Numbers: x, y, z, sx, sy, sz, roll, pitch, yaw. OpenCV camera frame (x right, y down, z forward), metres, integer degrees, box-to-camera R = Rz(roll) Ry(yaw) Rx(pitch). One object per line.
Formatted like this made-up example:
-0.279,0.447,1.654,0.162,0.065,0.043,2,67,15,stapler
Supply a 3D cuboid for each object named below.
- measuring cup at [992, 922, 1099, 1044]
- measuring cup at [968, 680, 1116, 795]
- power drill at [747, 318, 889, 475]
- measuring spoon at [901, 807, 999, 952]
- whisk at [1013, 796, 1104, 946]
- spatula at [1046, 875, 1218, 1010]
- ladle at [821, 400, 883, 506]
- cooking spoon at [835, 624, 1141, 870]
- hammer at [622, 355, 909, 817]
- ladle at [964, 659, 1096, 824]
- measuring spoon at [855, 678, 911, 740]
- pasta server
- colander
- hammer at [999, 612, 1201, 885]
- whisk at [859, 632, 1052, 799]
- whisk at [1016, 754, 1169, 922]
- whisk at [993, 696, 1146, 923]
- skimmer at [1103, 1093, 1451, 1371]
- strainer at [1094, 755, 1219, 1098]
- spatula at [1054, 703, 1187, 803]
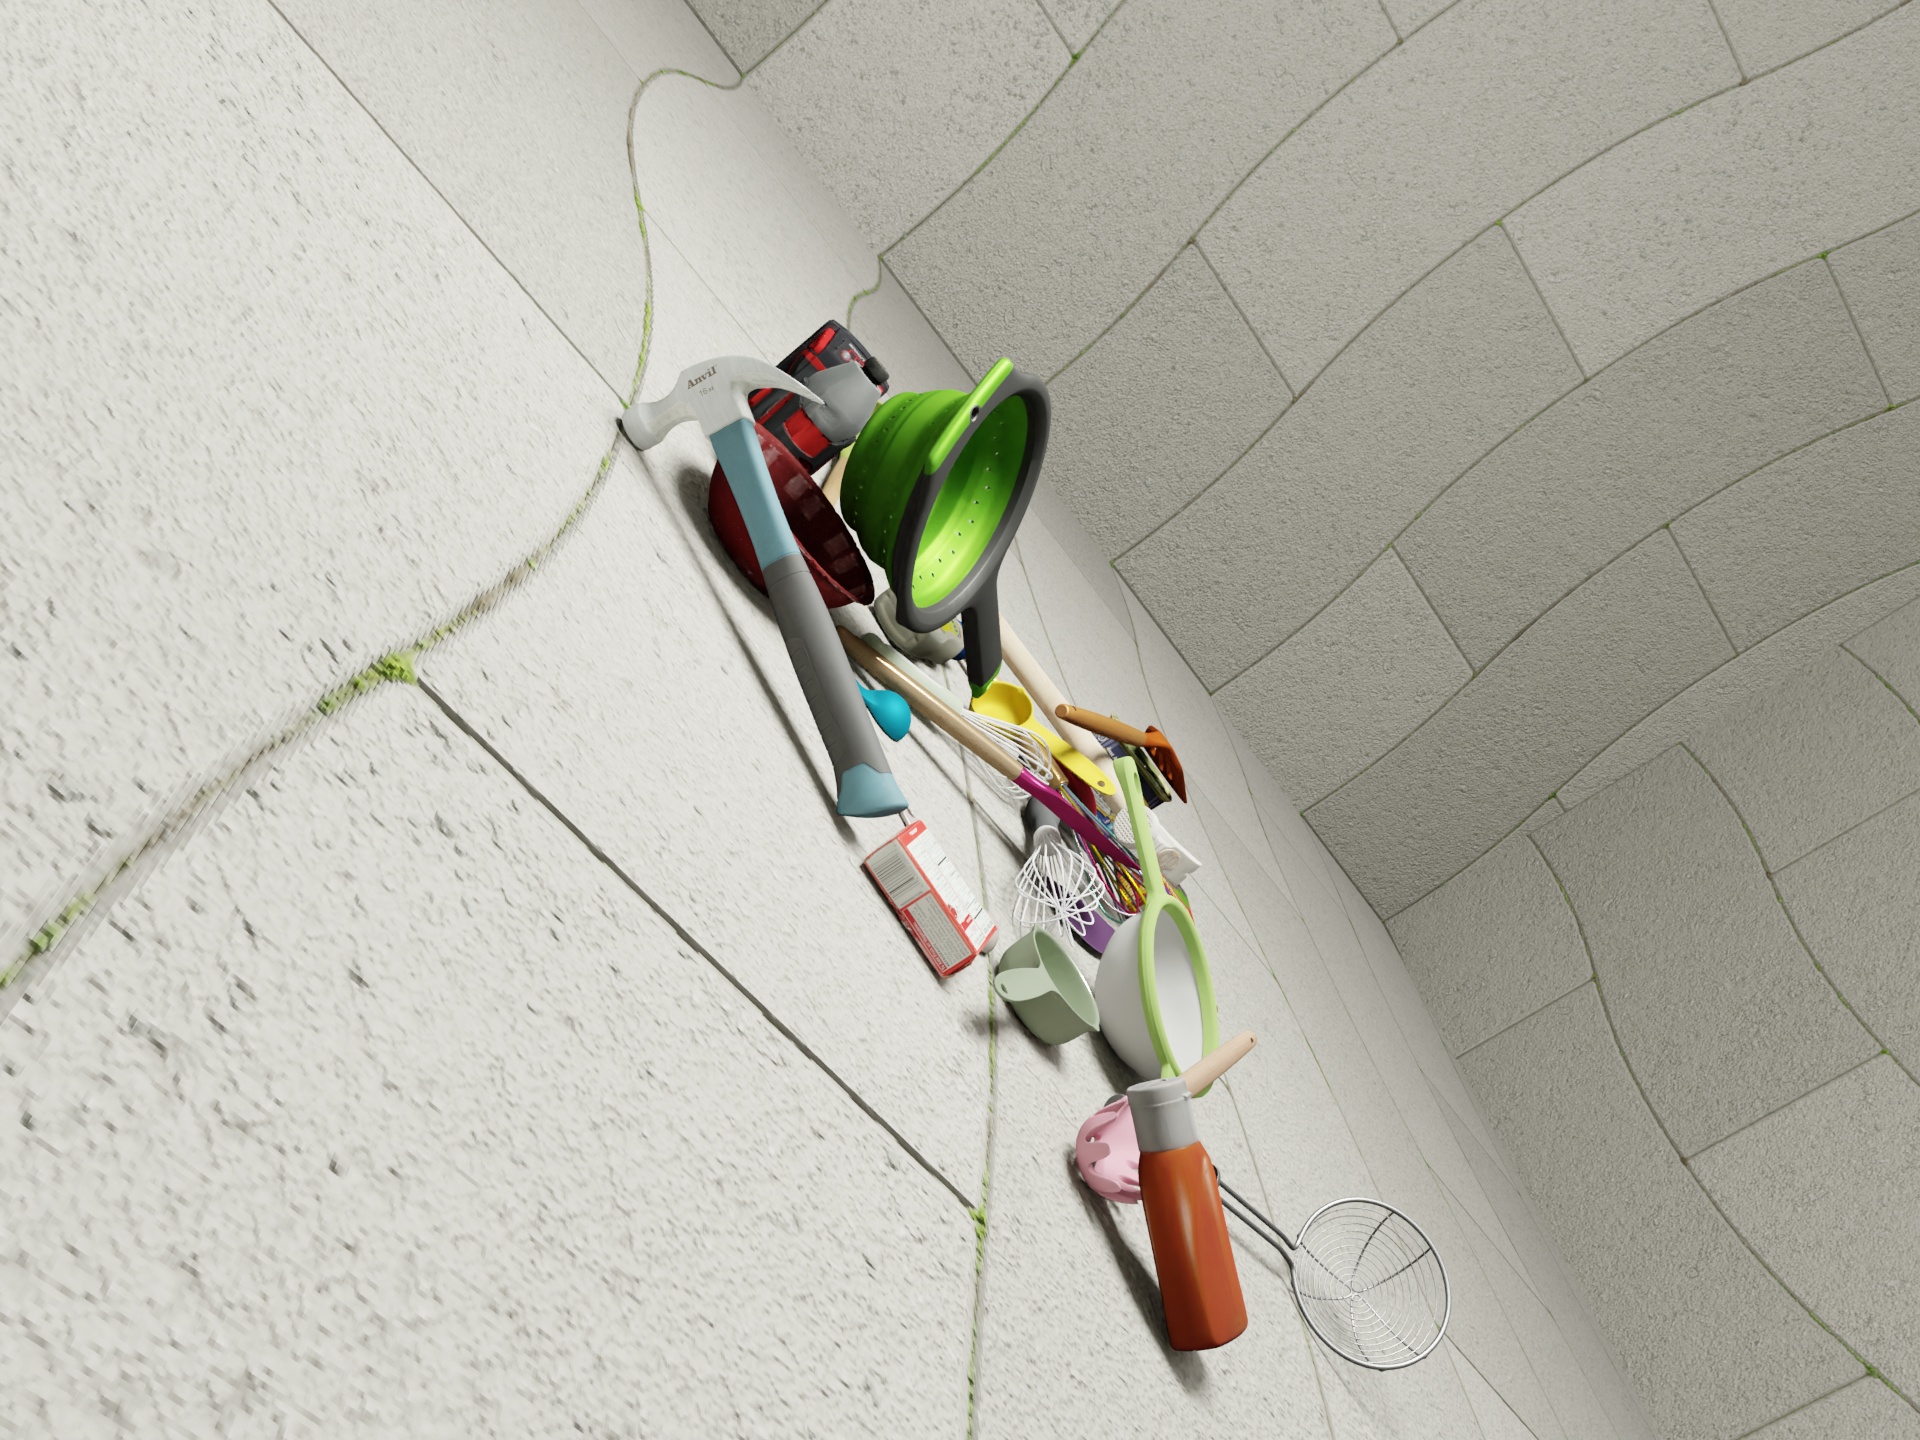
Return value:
0.040,0.175,1.018,0.083,0.038,0.167,59,15,16,measuring cup
0.071,0.024,1.397,0.157,0.029,0.062,39,49,17,measuring cup
-0.117,-0.254,1.287,0.078,0.143,0.220,48,12,-17,power drill
-0.008,0.100,1.070,0.124,0.018,0.034,58,13,16,measuring spoon
0.070,0.107,1.269,0.070,0.070,0.285,53,8,-11,whisk
0.157,0.210,1.391,0.315,0.018,0.060,39,22,-48,spatula
-0.103,-0.244,1.507,0.078,0.062,0.320,51,16,-16,ladle
0.024,0.026,1.234,0.318,0.017,0.069,38,2,-18,cooking spoon
-0.110,-0.087,1.009,0.331,0.128,0.033,68,16,16,hammer
0.037,-0.025,1.514,0.315,0.031,0.069,53,-17,6,ladle
-0.074,-0.035,1.158,0.128,0.021,0.042,49,14,-31,measuring spoon
0.150,0.253,1.073,0.316,0.040,0.060,-9,84,-60,pasta server
-0.019,-0.136,1.238,0.094,0.204,0.396,28,-23,17,colander
0.091,-0.012,1.517,0.411,0.038,0.146,55,9,34,hammer
-0.002,-0.004,1.292,0.058,0.059,0.246,24,-11,48,whisk
0.128,0.124,1.454,0.239,0.055,0.055,51,13,3,whisk
0.098,0.080,1.415,0.245,0.051,0.047,56,16,20,whisk
0.235,0.356,1.146,0.362,0.090,0.127,44,49,-34,skimmer
0.128,0.158,1.195,0.151,0.069,0.256,5,72,-66,strainer
0.147,0.020,1.443,0.081,0.041,0.322,56,17,22,spatula
